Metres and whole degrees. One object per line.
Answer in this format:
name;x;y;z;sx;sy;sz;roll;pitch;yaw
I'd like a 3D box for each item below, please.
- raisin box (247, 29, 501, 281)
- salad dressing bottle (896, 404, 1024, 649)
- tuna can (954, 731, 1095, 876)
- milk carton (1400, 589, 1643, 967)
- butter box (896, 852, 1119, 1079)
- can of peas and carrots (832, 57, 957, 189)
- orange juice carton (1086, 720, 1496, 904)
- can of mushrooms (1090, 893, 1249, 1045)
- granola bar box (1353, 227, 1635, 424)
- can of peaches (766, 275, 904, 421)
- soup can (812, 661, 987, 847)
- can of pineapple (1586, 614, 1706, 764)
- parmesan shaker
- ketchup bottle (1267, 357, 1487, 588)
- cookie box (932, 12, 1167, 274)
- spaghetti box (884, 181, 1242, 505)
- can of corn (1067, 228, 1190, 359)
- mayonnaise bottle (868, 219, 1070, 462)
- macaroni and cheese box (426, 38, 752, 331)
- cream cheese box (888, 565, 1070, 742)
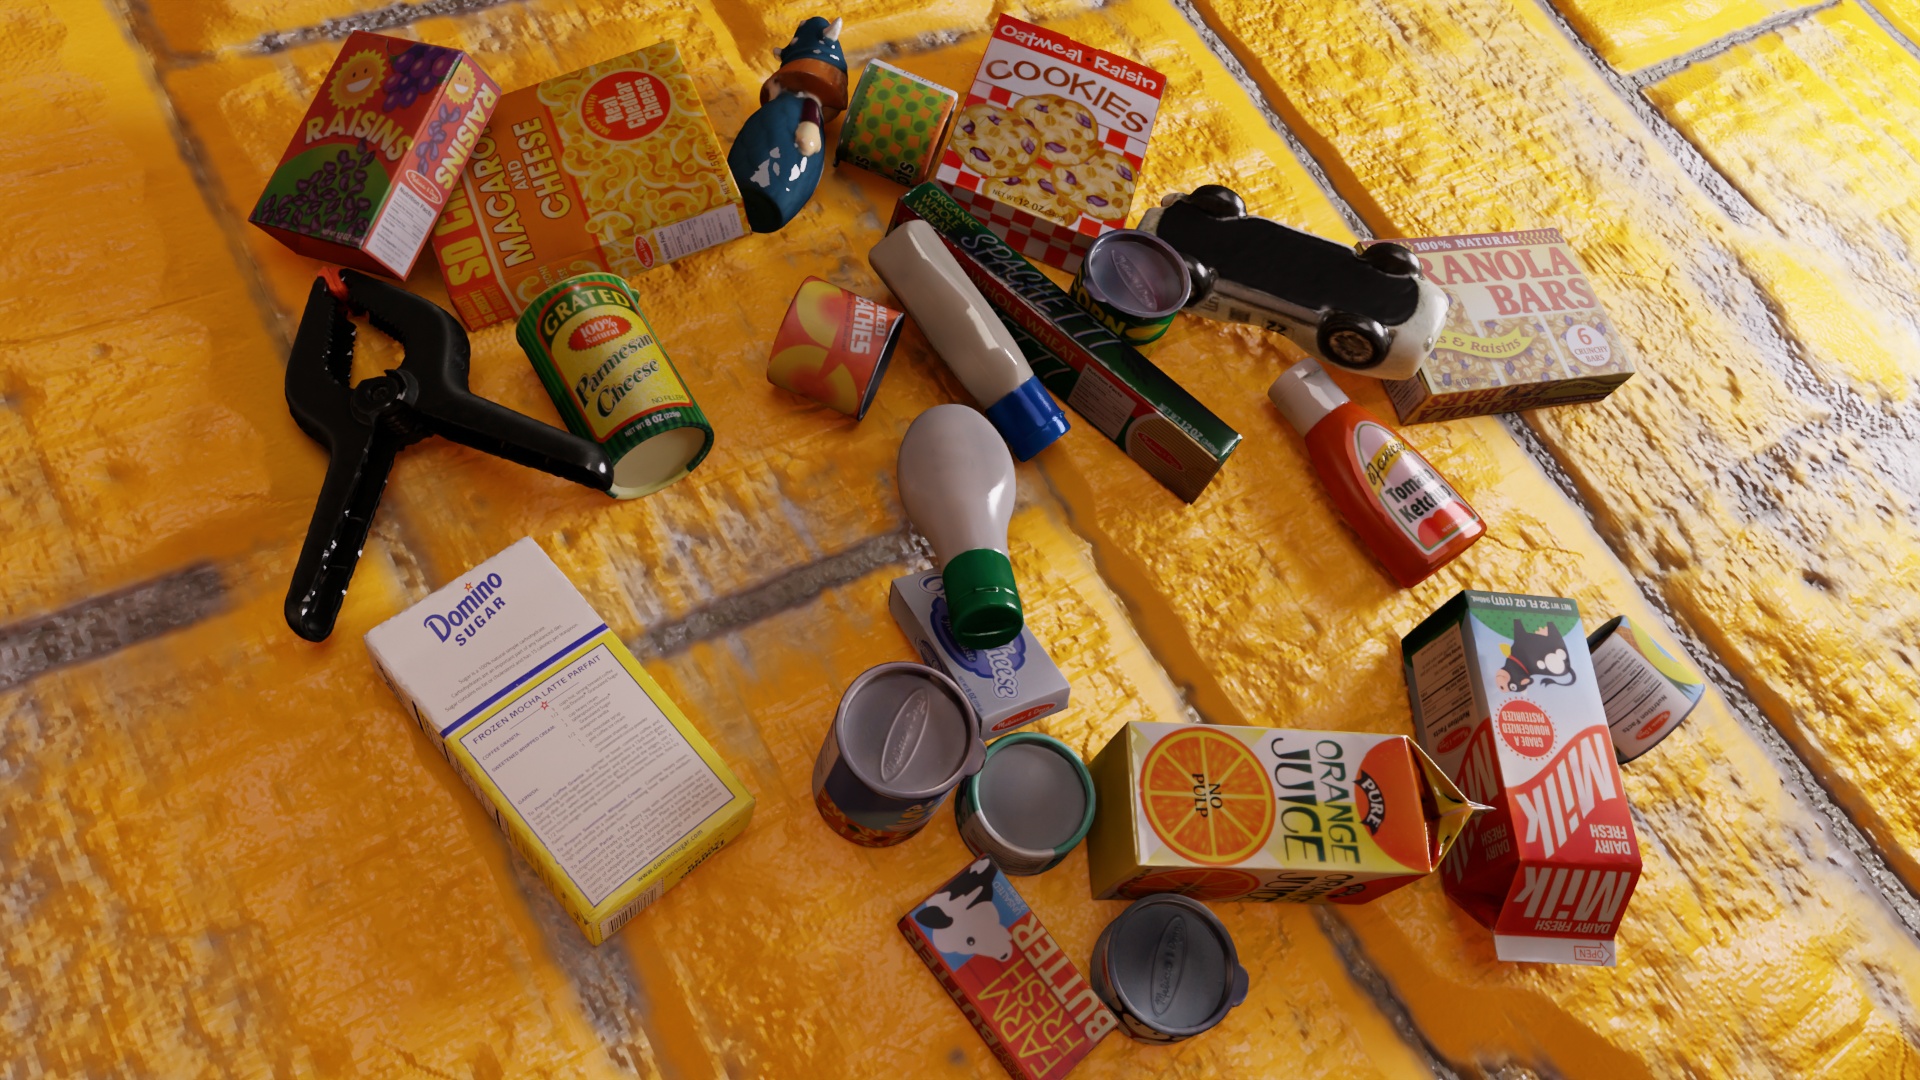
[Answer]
raisin box;-0.315;-0.209;0.748;0.086;0.040;0.123;17;76;24
salad dressing bottle;0.003;-0.009;0.734;0.064;0.043;0.148;-7;46;-5
tuna can;0.034;0.129;0.695;0.071;0.032;0.071;6;61;-11
milk carton;0.299;0.128;0.742;0.072;0.073;0.191;6;61;-12
butter box;0.022;0.205;0.656;0.053;0.024;0.103;-32;74;-28
can of peas and carrots;-0.041;-0.258;0.871;0.059;0.070;0.071;21;59;-3
orange juice carton;0.165;0.141;0.701;0.193;0.071;0.073;5;62;-12
can of mushrooms;0.100;0.208;0.669;0.071;0.033;0.071;6;60;-11
granola bar box;0.349;-0.146;0.926;0.166;0.039;0.124;-8;64;-19
can of peaches;-0.070;-0.109;0.778;0.058;0.071;0.071;23;59;0
soup can;-0.031;0.105;0.662;0.071;0.083;0.071;6;61;-11
can of pineapple;0.376;0.084;0.793;0.071;0.070;0.058;-38;77;-28
parmesan shaker;-0.180;-0.083;0.736;0.071;0.071;0.103;-25;71;-25
ketchup bottle;0.246;-0.045;0.841;0.065;0.043;0.149;-29;72;-26
cookie box;0.059;-0.262;0.913;0.123;0.040;0.168;20;59;-3
spaghetti box;0.057;-0.120;0.829;0.250;0.050;0.029;41;58;9
can of corn;0.097;-0.145;0.848;0.071;0.058;0.071;6;61;-11
mayonnaise bottle;0.006;-0.114;0.798;0.041;0.065;0.148;-36;92;12
macaroni and cheese box;-0.219;-0.203;0.785;0.167;0.040;0.124;-21;68;-8
cream cheese box;0.008;0.054;0.717;0.053;0.024;0.104;-17;48;-23
